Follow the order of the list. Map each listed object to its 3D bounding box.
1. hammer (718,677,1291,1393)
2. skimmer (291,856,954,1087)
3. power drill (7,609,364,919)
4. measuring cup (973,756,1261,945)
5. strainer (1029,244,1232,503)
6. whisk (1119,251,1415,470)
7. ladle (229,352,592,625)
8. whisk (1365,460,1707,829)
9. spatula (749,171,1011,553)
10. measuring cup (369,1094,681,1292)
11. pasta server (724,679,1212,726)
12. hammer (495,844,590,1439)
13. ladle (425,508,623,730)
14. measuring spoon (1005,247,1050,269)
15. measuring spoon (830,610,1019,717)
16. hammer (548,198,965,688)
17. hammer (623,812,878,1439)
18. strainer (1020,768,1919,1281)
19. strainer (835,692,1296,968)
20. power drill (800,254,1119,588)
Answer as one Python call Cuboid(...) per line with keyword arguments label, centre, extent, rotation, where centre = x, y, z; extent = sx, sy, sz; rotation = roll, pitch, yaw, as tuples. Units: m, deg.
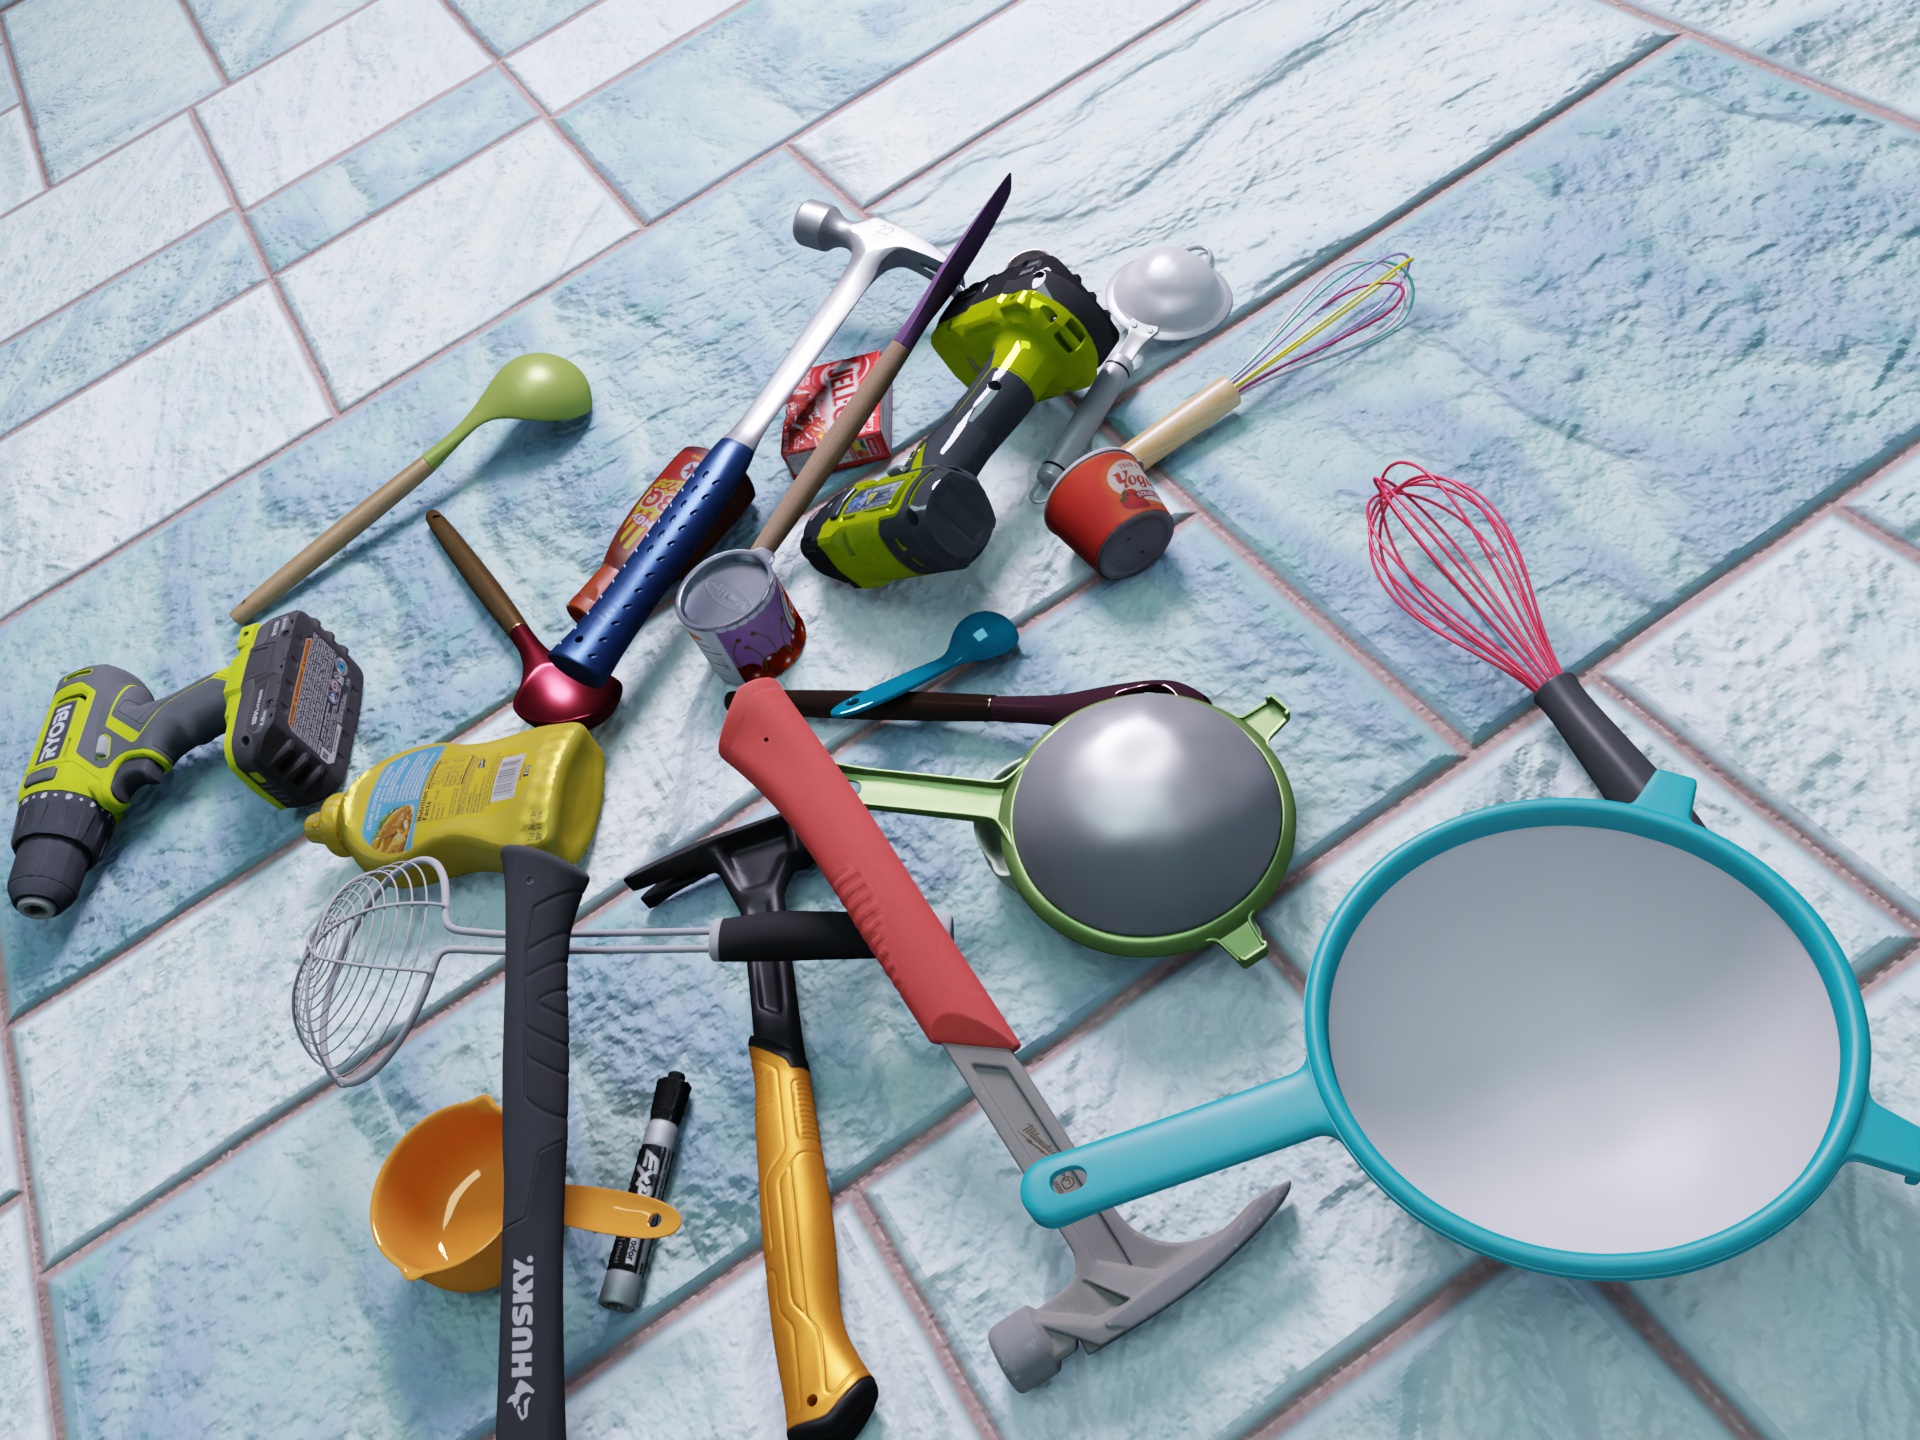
Cuboid(label="hammer", centre=(-0.005, 0.118, 0.758), extent=(0.149, 0.036, 0.359), rotation=(-33, 67, -4))
Cuboid(label="skimmer", centre=(-0.182, 0.128, 0.843), extent=(0.363, 0.090, 0.127), rotation=(-2, 58, 5))
Cuboid(label="power drill", centre=(-0.531, 0.028, 1.072), extent=(0.228, 0.080, 0.191), rotation=(-16, 50, 12))
Cuboid(label="measuring cup", centre=(0.083, 0.078, 0.826), extent=(0.168, 0.038, 0.083), rotation=(29, 67, 25))
Cuboid(label="strainer", centre=(0.110, -0.242, 1.059), extent=(0.087, 0.050, 0.258), rotation=(24, 68, 18))
Cuboid(label="whisk", centre=(0.191, -0.222, 1.015), extent=(0.245, 0.051, 0.047), rotation=(-35, 29, -2))
Cuboid(label="ladle", centre=(-0.417, -0.171, 1.211), extent=(0.320, 0.062, 0.078), rotation=(-40, 41, -2))
Cuboid(label="whisk", centre=(0.293, -0.030, 0.814), extent=(0.073, 0.073, 0.296), rotation=(-26, 54, 0))
Cuboid(label="spatula", centre=(-0.053, -0.224, 1.048), extent=(0.018, 0.060, 0.316), rotation=(34, 87, 3))
Cuboid(label="measuring cup", centre=(-0.208, 0.247, 0.795), extent=(0.173, 0.052, 0.095), rotation=(2, 55, 20))
Cuboid(label="pasta server", centre=(-0.001, -0.003, 0.926), extent=(0.316, 0.040, 0.060), rotation=(2, 55, 27))
Cuboid(label="hammer", centre=(-0.206, 0.222, 0.747), extent=(0.146, 0.035, 0.335), rotation=(-7, 72, 9))
Cuboid(label="ladle", centre=(-0.314, -0.073, 1.097), extent=(0.069, 0.031, 0.316), rotation=(-20, 42, -27))
Cuboid(label="measuring spoon", centre=(0.060, -0.289, 1.132), extent=(0.034, 0.018, 0.124), rotation=(-18, 57, 7))
Cuboid(label="measuring spoon", centre=(-0.023, -0.036, 0.933), extent=(0.128, 0.021, 0.042), rotation=(-27, 28, -24))
Cuboid(label="hammer", centre=(-0.139, -0.189, 1.064), extent=(0.144, 0.035, 0.406), rotation=(22, 66, 19))
Cuboid(label="hammer", centre=(-0.097, 0.193, 0.804), extent=(0.127, 0.034, 0.337), rotation=(-19, 50, 5))
Cuboid(label="strainer", centre=(0.196, 0.164, 0.673), extent=(0.340, 0.095, 0.211), rotation=(-20, 48, 5))
Cuboid(label="strainer", centre=(0.039, 0.031, 0.799), extent=(0.256, 0.069, 0.152), rotation=(5, 59, 13))
Cuboid(label="power drill", centre=(-0.008, -0.182, 1.014), extent=(0.171, 0.080, 0.223), rotation=(-2, 50, 55))
